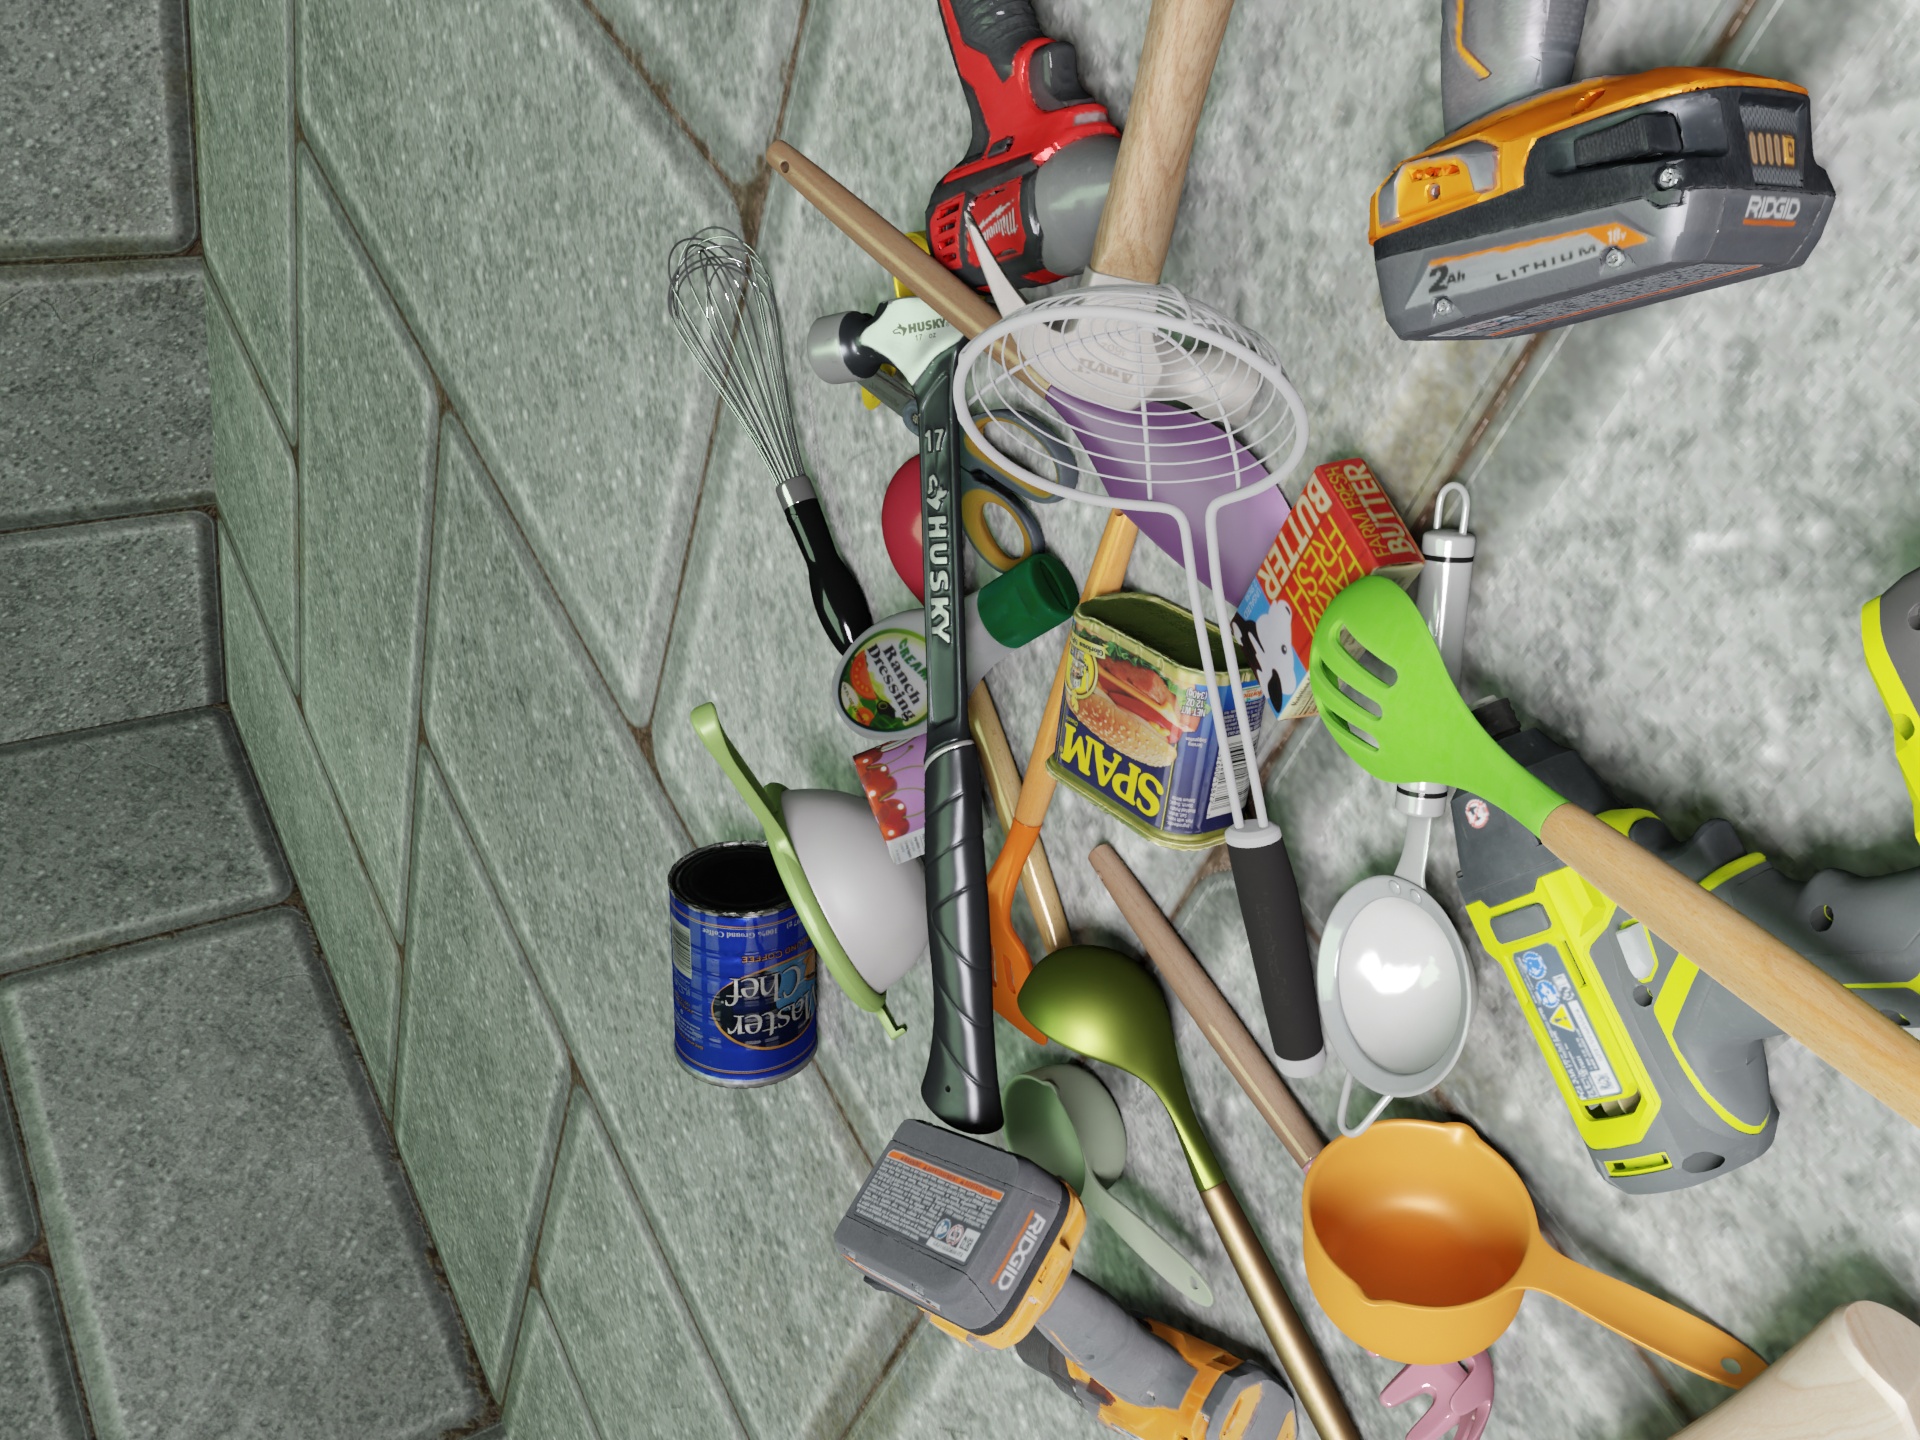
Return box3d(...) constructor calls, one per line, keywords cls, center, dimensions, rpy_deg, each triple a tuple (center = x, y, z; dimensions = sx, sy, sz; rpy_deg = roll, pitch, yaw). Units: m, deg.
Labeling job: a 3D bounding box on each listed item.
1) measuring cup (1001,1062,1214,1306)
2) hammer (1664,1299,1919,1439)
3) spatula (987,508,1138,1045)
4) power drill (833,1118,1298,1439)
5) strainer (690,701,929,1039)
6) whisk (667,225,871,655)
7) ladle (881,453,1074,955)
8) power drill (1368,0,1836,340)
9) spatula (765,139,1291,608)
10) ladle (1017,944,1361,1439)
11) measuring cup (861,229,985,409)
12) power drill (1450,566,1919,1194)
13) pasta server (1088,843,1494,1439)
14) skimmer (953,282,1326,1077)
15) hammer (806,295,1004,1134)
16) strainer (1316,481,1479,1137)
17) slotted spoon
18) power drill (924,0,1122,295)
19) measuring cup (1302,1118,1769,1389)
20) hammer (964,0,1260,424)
box3d(cls="measuring cup", center=(0.085, 0.244, 0.838), dimensions=(0.168, 0.038, 0.083), rpy_deg=(36, 130, 43))
box3d(cls="hammer", center=(0.229, 0.326, 0.616), dimensions=(0.146, 0.038, 0.410), rpy_deg=(46, 140, 29))
box3d(cls="spatula", center=(0.046, 0.027, 0.806), dimensions=(0.081, 0.041, 0.322), rpy_deg=(35, 122, 33))
box3d(cls="power drill", center=(0.041, 0.293, 0.802), dimensions=(0.226, 0.084, 0.185), rpy_deg=(45, 156, -26))
box3d(cls="strainer", center=(-0.074, 0.062, 0.914), dimensions=(0.256, 0.069, 0.152), rpy_deg=(63, -178, -48))
box3d(cls="whisk", center=(-0.113, -0.168, 0.972), dimensions=(0.070, 0.070, 0.284), rpy_deg=(-27, 83, 57))
box3d(cls="ladle", center=(0.014, 0.005, 0.867), dimensions=(0.069, 0.031, 0.315), rpy_deg=(-25, 83, 56))
box3d(cls="power drill", center=(0.185, -0.238, 0.461), dimensions=(0.164, 0.084, 0.226), rpy_deg=(-2, 97, 57))
box3d(cls="spatula", center=(0.025, -0.166, 0.708), dimensions=(0.316, 0.018, 0.059), rpy_deg=(42, 124, 15))
box3d(cls="ladle", center=(0.124, 0.253, 0.766), dimensions=(0.062, 0.078, 0.320), rpy_deg=(-33, 78, 28))
box3d(cls="measuring cup", center=(-0.023, -0.208, 0.852), dimensions=(0.062, 0.029, 0.156), rpy_deg=(67, 159, 8))
box3d(cls="power drill", center=(0.247, 0.042, 0.476), dimensions=(0.223, 0.080, 0.171), rpy_deg=(-42, 67, 58))
box3d(cls="pasta server", center=(0.140, 0.181, 0.728), dimensions=(0.317, 0.040, 0.060), rpy_deg=(56, 154, 30))
box3d(cls="skimmer", center=(0.093, 0.006, 0.620), dimensions=(0.127, 0.090, 0.363), rpy_deg=(-1, 116, 31))
box3d(cls="hammer", center=(-0.001, -0.002, 0.776), dimensions=(0.149, 0.036, 0.409), rpy_deg=(0, 94, 36))
box3d(cls="strainer", center=(0.179, 0.038, 0.612), dimensions=(0.087, 0.050, 0.258), rpy_deg=(28, 119, 60))
box3d(cls="slotted spoon", center=(0.195, 0.042, 0.469), dimensions=(0.314, 0.031, 0.070), rpy_deg=(48, 141, 50))
box3d(cls="power drill", center=(0.029, -0.301, 0.682), dimensions=(0.143, 0.078, 0.219), rpy_deg=(10, 113, 56))
box3d(cls="measuring cup", center=(0.213, 0.221, 0.608), dimensions=(0.174, 0.095, 0.052), rpy_deg=(21, 135, 29))
box3d(cls="hammer", center=(0.087, -0.280, 0.587), dimensions=(0.031, 0.130, 0.331), rpy_deg=(-101, 22, -64))
